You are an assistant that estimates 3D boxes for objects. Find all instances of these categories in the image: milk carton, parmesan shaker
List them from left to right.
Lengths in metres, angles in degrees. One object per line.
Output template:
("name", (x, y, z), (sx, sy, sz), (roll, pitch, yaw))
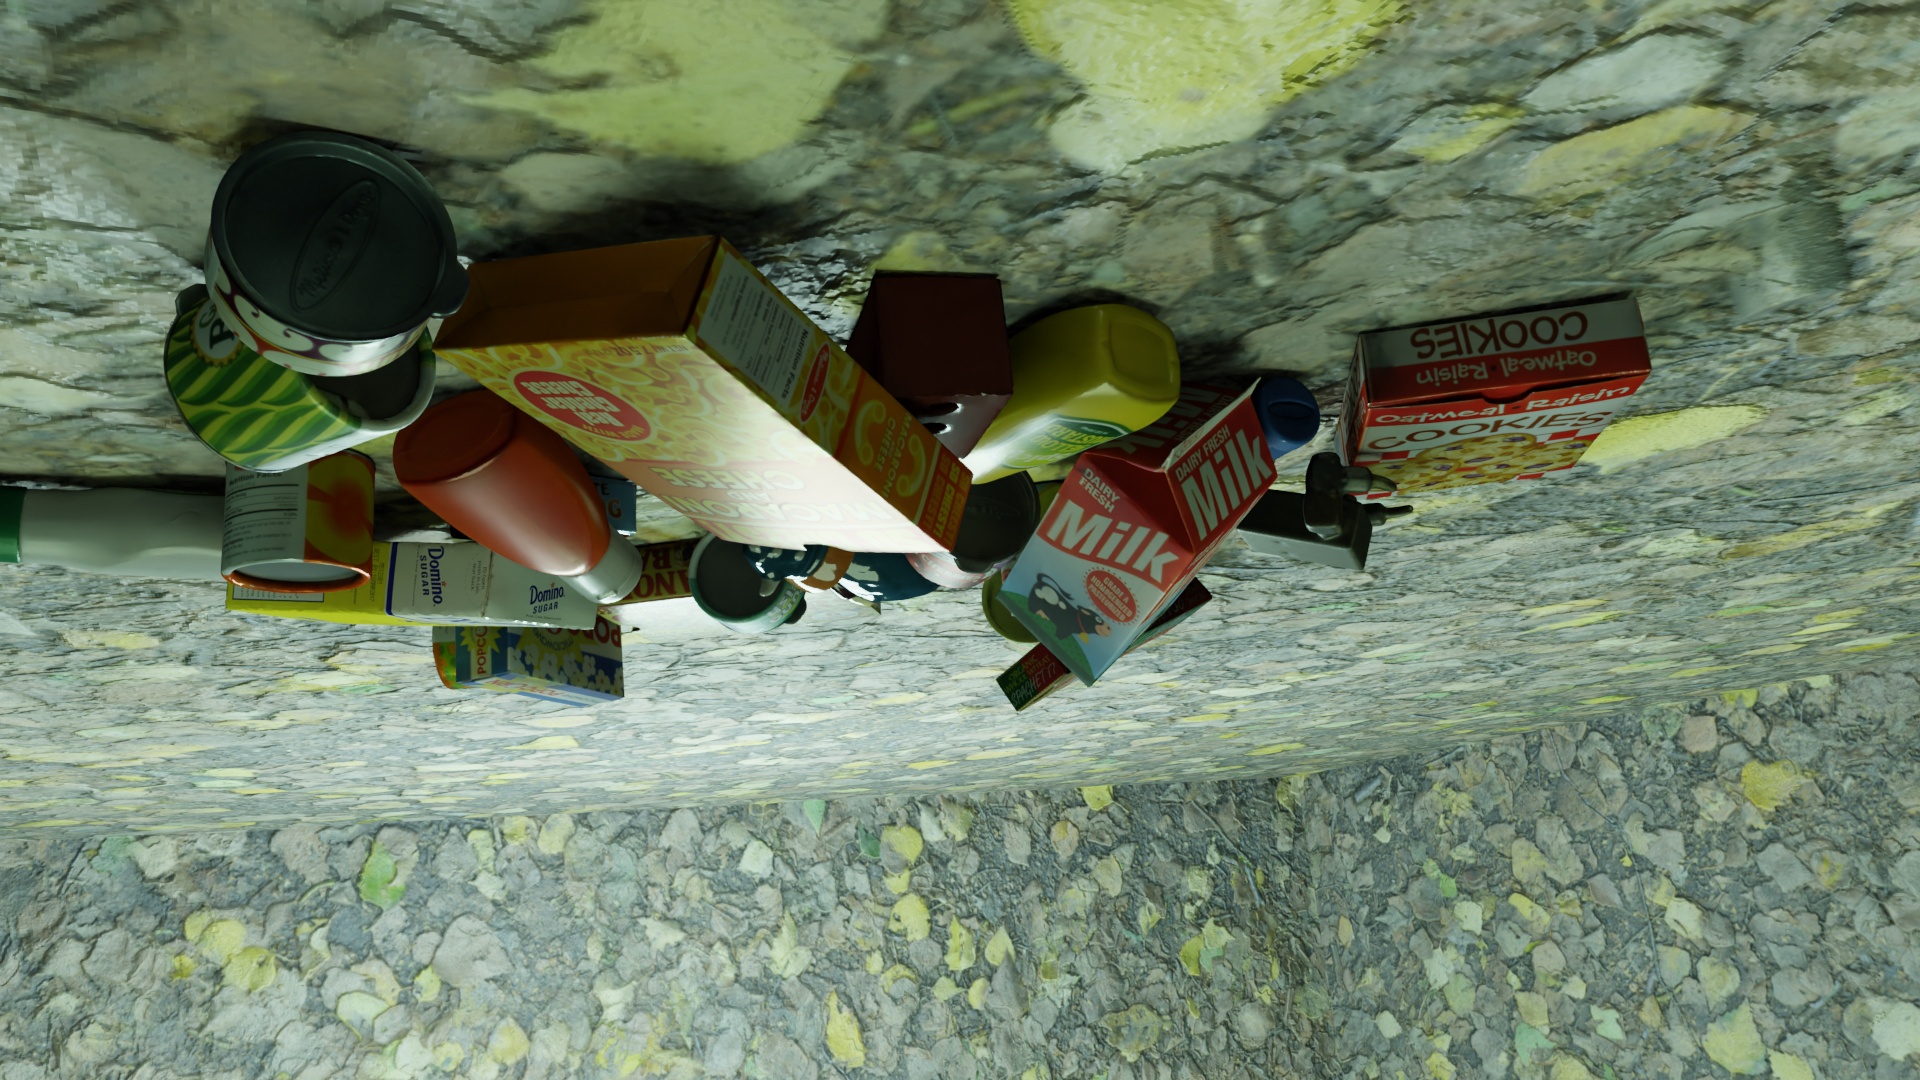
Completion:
("parmesan shaker", (0.059, 0.050, 1.005), (0.071, 0.071, 0.103), (-8, 165, 9))
("milk carton", (0.090, -0.010, 0.691), (0.073, 0.073, 0.189), (-39, 167, -32))

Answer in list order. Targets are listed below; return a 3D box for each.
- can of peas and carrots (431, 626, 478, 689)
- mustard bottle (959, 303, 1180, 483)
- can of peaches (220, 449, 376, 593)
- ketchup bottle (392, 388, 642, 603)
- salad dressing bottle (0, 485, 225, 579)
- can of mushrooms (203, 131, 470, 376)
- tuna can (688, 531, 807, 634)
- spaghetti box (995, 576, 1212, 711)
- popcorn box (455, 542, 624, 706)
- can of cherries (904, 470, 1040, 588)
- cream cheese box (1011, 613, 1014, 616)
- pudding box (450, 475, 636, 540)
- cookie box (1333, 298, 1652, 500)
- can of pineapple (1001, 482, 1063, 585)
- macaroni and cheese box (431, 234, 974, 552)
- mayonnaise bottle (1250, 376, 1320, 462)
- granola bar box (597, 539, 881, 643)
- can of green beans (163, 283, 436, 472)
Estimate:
("can of peas and carrots", (-0.315, 0.068, 0.934), (0.059, 0.071, 0.070), (-4, 165, -2))
("mustard bottle", (0.025, -0.057, 0.627), (0.065, 0.049, 0.159), (8, 160, -38))
("can of peaches", (-0.316, -0.009, 0.669), (0.071, 0.058, 0.071), (-5, 164, -1))
("ketchup bottle", (-0.200, -0.014, 0.658), (0.065, 0.044, 0.148), (-20, 151, 5))
("salad dressing bottle", (-0.414, -0.005, 0.678), (0.148, 0.044, 0.064), (4, 167, -29))
("can of mushrooms", (-0.186, -0.083, 0.416), (0.071, 0.071, 0.033), (5, 162, -33))
("tuna can", (-0.126, 0.023, 0.832), (0.071, 0.071, 0.032), (-7, 164, 7))
("spaghetti box", (0.109, 0.067, 0.987), (0.050, 0.029, 0.251), (-42, 167, 31))
("popcorn box", (-0.261, 0.054, 0.869), (0.038, 0.085, 0.126), (-11, 163, 17))
("can of cherries", (0.003, -0.009, 0.755), (0.071, 0.071, 0.058), (-1, 165, -15))
("cream cheese box", (0.083, 0.021, 0.933), (0.104, 0.053, 0.024), (-2, 166, -11))
("pudding box", (-0.218, -0.016, 0.730), (0.084, 0.030, 0.049), (9, 158, -43))
("cookie box", (0.258, -0.064, 0.699), (0.123, 0.040, 0.167), (-7, 165, 9))
("can of pineapple", (0.057, 0.001, 0.839), (0.071, 0.058, 0.071), (-5, 165, -1))
("macaroni and cheese box", (-0.090, -0.046, 0.519), (0.123, 0.040, 0.166), (2, 157, 33))
("mayonnaise bottle", (0.130, -0.043, 0.733), (0.065, 0.041, 0.147), (0, 164, -24))
("granola bar box", (-0.144, 0.031, 0.916), (0.165, 0.039, 0.124), (-7, 165, 6))
("can of green beans", (-0.229, -0.062, 0.484), (0.057, 0.071, 0.071), (-14, 163, 25))
